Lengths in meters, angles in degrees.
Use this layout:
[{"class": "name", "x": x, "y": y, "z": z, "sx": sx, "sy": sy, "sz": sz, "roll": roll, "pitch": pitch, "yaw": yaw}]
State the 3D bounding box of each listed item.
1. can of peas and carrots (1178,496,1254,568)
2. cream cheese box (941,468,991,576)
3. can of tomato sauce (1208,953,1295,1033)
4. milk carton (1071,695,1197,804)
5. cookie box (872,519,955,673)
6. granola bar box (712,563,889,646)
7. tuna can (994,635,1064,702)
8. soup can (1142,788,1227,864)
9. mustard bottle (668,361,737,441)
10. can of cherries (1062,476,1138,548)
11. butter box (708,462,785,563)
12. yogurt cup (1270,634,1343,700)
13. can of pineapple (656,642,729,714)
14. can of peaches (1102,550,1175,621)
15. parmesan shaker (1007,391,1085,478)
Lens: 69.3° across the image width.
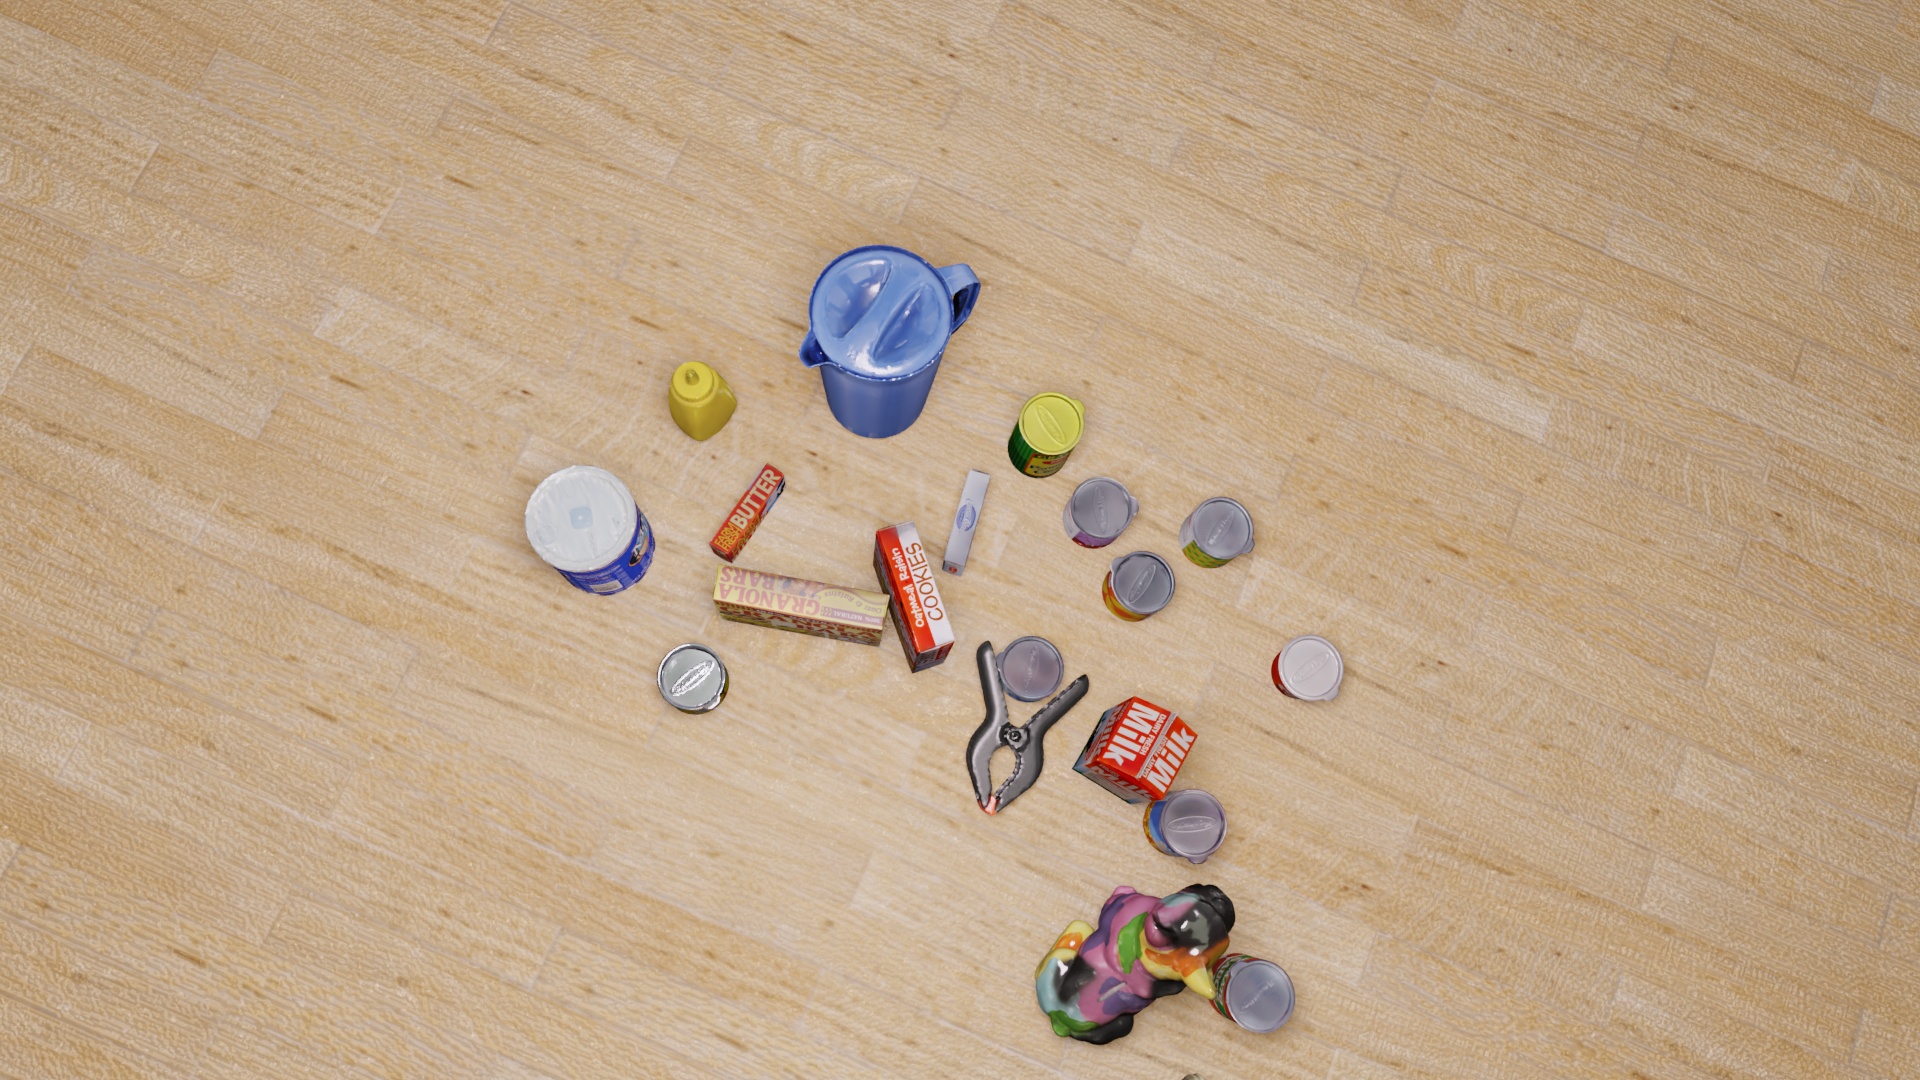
[{"class": "can of peas and carrots", "x": 0.269, "y": -0.006, "z": 1.456, "sx": 0.071, "sy": 0.058, "sz": 0.071, "roll": 1, "pitch": 78, "yaw": -4}, {"class": "cream cheese box", "x": 0.005, "y": -0.018, "z": 1.440, "sx": 0.024, "sy": 0.053, "sz": 0.104, "roll": 16, "pitch": 77, "yaw": -1}, {"class": "can of tomato sauce", "x": 0.278, "y": 0.436, "z": 1.345, "sx": 0.071, "sy": 0.083, "sz": 0.071, "roll": 1, "pitch": 78, "yaw": -4}, {"class": "milk carton", "x": 0.169, "y": 0.202, "z": 1.334, "sx": 0.073, "sy": 0.190, "sz": 0.072, "roll": 31, "pitch": 77, "yaw": 2}, {"class": "cookie box", "x": -0.048, "y": 0.059, "z": 1.360, "sx": 0.040, "sy": 0.167, "sz": 0.123, "roll": -19, "pitch": 80, "yaw": -8}, {"class": "granola bar box", "x": -0.156, "y": 0.067, "z": 1.371, "sx": 0.166, "sy": 0.124, "sz": 0.039, "roll": 10, "pitch": 77, "yaw": -2}, {"class": "tuna can", "x": 0.069, "y": 0.132, "z": 1.422, "sx": 0.071, "sy": 0.032, "sz": 0.071, "roll": 1, "pitch": 77, "yaw": -5}, {"class": "soup can", "x": 0.221, "y": 0.283, "z": 1.375, "sx": 0.071, "sy": 0.083, "sz": 0.071, "roll": 1, "pitch": 78, "yaw": -4}, {"class": "mustard bottle", "x": -0.262, "y": -0.147, "z": 1.392, "sx": 0.049, "sy": 0.160, "sz": 0.065, "roll": 42, "pitch": 78, "yaw": 5}, {"class": "can of cherries", "x": 0.146, "y": -0.028, "z": 1.451, "sx": 0.071, "sy": 0.058, "sz": 0.071, "roll": 1, "pitch": 78, "yaw": -4}, {"class": "butter box", "x": -0.217, "y": -0.027, "z": 1.424, "sx": 0.024, "sy": 0.053, "sz": 0.104, "roll": 33, "pitch": 77, "yaw": 3}, {"class": "yogurt cup", "x": 0.355, "y": 0.134, "z": 1.435, "sx": 0.072, "sy": 0.054, "sz": 0.072, "roll": 1, "pitch": 78, "yaw": -4}, {"class": "can of pineapple", "x": -0.264, "y": 0.140, "z": 1.380, "sx": 0.071, "sy": 0.057, "sz": 0.071, "roll": 1, "pitch": 78, "yaw": -4}, {"class": "can of peaches", "x": 0.182, "y": 0.047, "z": 1.438, "sx": 0.071, "sy": 0.058, "sz": 0.071, "roll": 1, "pitch": 78, "yaw": -4}, {"class": "parmesan shaker", "x": 0.090, "y": -0.109, "z": 1.442, "sx": 0.071, "sy": 0.103, "sz": 0.071, "roll": 1, "pitch": 78, "yaw": -4}]
